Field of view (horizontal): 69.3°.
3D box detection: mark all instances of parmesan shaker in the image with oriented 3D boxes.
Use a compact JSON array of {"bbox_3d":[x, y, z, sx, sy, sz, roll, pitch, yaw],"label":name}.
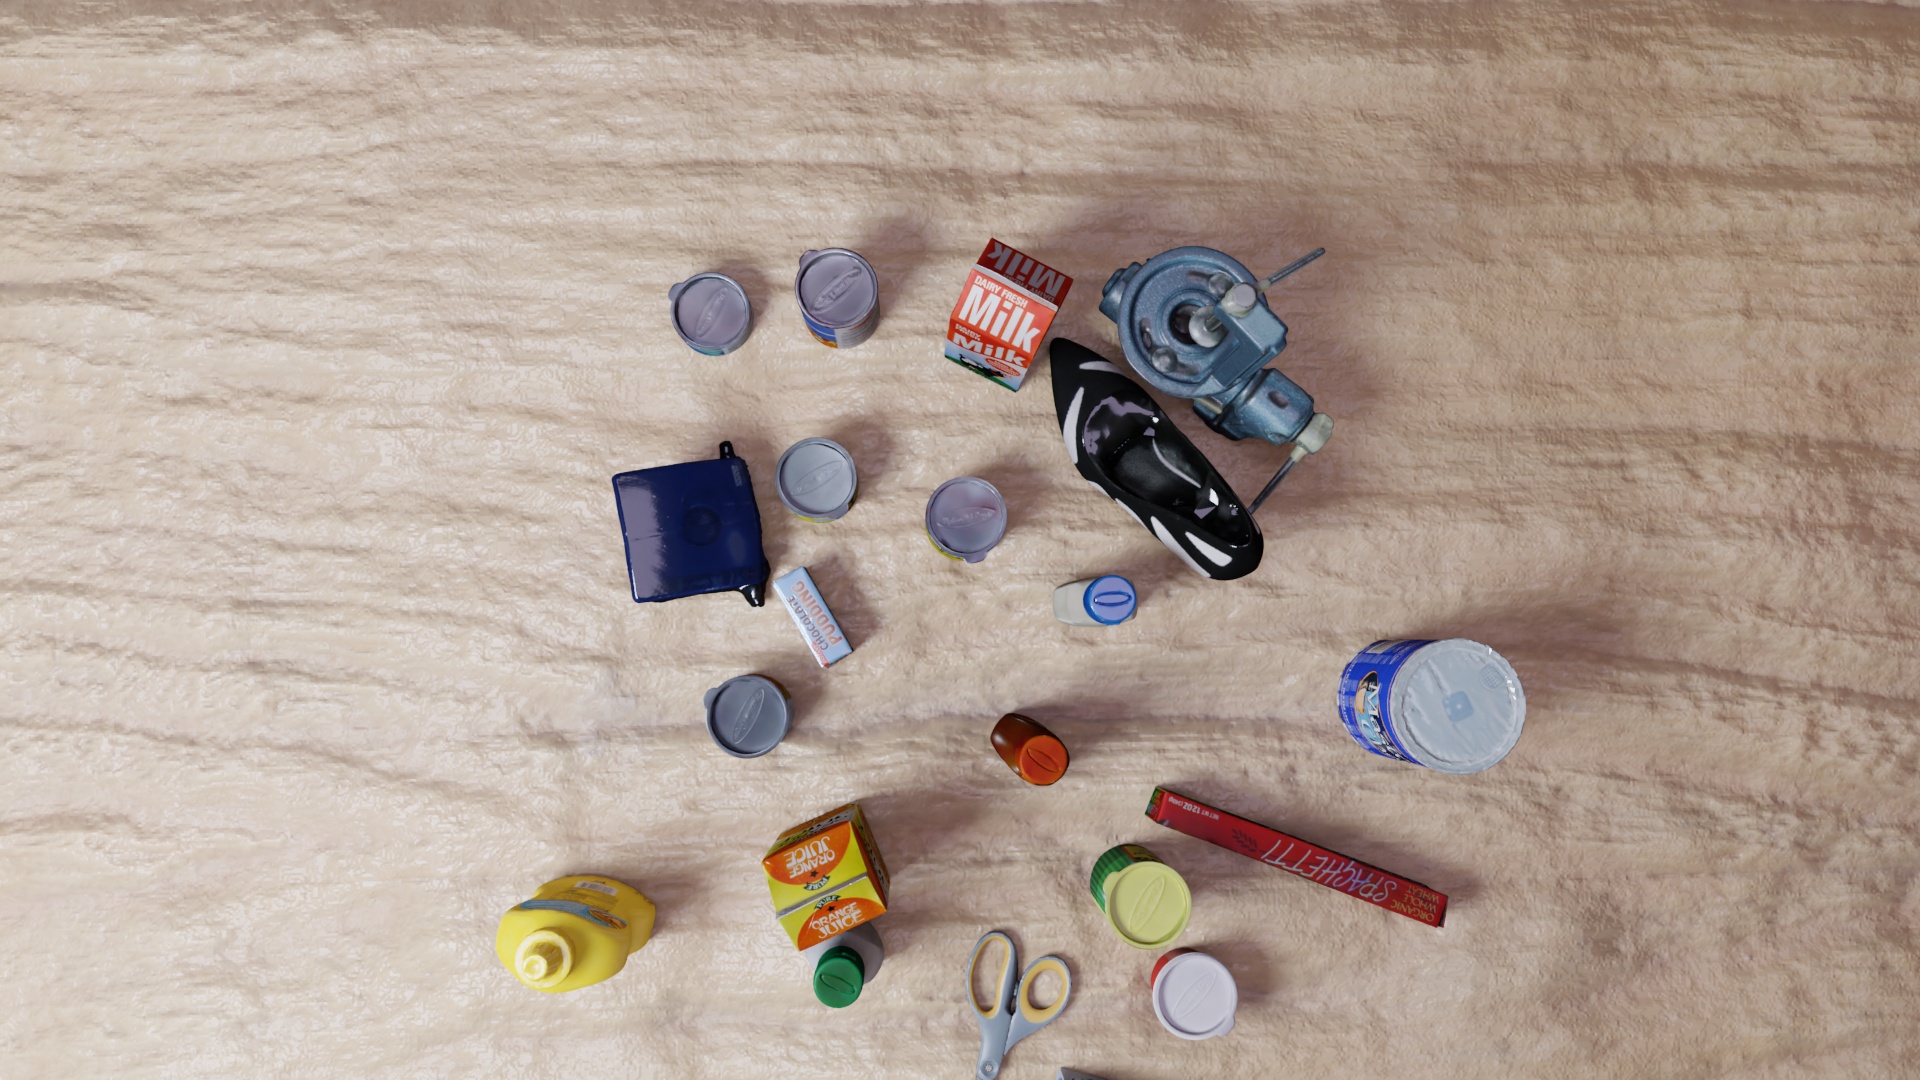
[{"bbox_3d":[0.139,0.279,1.105,0.071,0.103,0.071,0,86,-2],"label":"parmesan shaker"}]

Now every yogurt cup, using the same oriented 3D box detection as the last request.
[{"bbox_3d":[0.185,0.363,1.125,0.072,0.054,0.072,0,85,-2],"label":"yogurt cup"}]

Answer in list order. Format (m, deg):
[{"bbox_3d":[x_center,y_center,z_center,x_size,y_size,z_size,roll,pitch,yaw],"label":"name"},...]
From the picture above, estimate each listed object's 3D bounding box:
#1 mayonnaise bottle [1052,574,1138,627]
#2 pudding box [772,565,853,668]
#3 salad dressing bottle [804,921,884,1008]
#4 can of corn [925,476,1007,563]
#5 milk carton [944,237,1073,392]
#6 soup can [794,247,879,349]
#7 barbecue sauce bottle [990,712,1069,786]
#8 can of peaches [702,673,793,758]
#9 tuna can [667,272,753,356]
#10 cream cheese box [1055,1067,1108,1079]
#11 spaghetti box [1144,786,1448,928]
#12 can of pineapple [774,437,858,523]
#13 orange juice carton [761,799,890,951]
[{"bbox_3d":[0.111,0.048,1.101,0.065,0.148,0.041,-4,86,-2],"label":"mayonnaise bottle"},{"bbox_3d":[-0.121,0.063,1.140,0.030,0.049,0.083,-30,87,-4],"label":"pudding box"},{"bbox_3d":[-0.091,0.323,1.070,0.064,0.147,0.044,25,85,0],"label":"salad dressing bottle"},{"bbox_3d":[0.004,-0.014,1.147,0.071,0.058,0.071,0,86,-2],"label":"can of corn"},{"bbox_3d":[0.036,-0.178,1.096,0.072,0.190,0.073,27,85,0],"label":"milk carton"},{"bbox_3d":[-0.102,-0.200,1.146,0.071,0.083,0.071,0,86,-2],"label":"soup can"},{"bbox_3d":[0.058,0.166,1.089,0.065,0.148,0.044,35,85,1],"label":"barbecue sauce bottle"},{"bbox_3d":[-0.172,0.140,1.128,0.071,0.058,0.071,0,86,-2],"label":"can of peaches"},{"bbox_3d":[-0.210,-0.190,1.166,0.071,0.033,0.071,0,85,-2],"label":"tuna can"},{"bbox_3d":[0.128,0.455,1.115,0.104,0.053,0.024,15,85,-1],"label":"cream cheese box"},{"bbox_3d":[0.275,0.259,1.139,0.250,0.050,0.028,20,85,0],"label":"spaghetti box"},{"bbox_3d":[-0.117,-0.047,1.145,0.071,0.058,0.071,0,86,-2],"label":"can of pineapple"},{"bbox_3d":[-0.100,0.253,1.053,0.072,0.192,0.073,-23,87,-4],"label":"orange juice carton"}]
